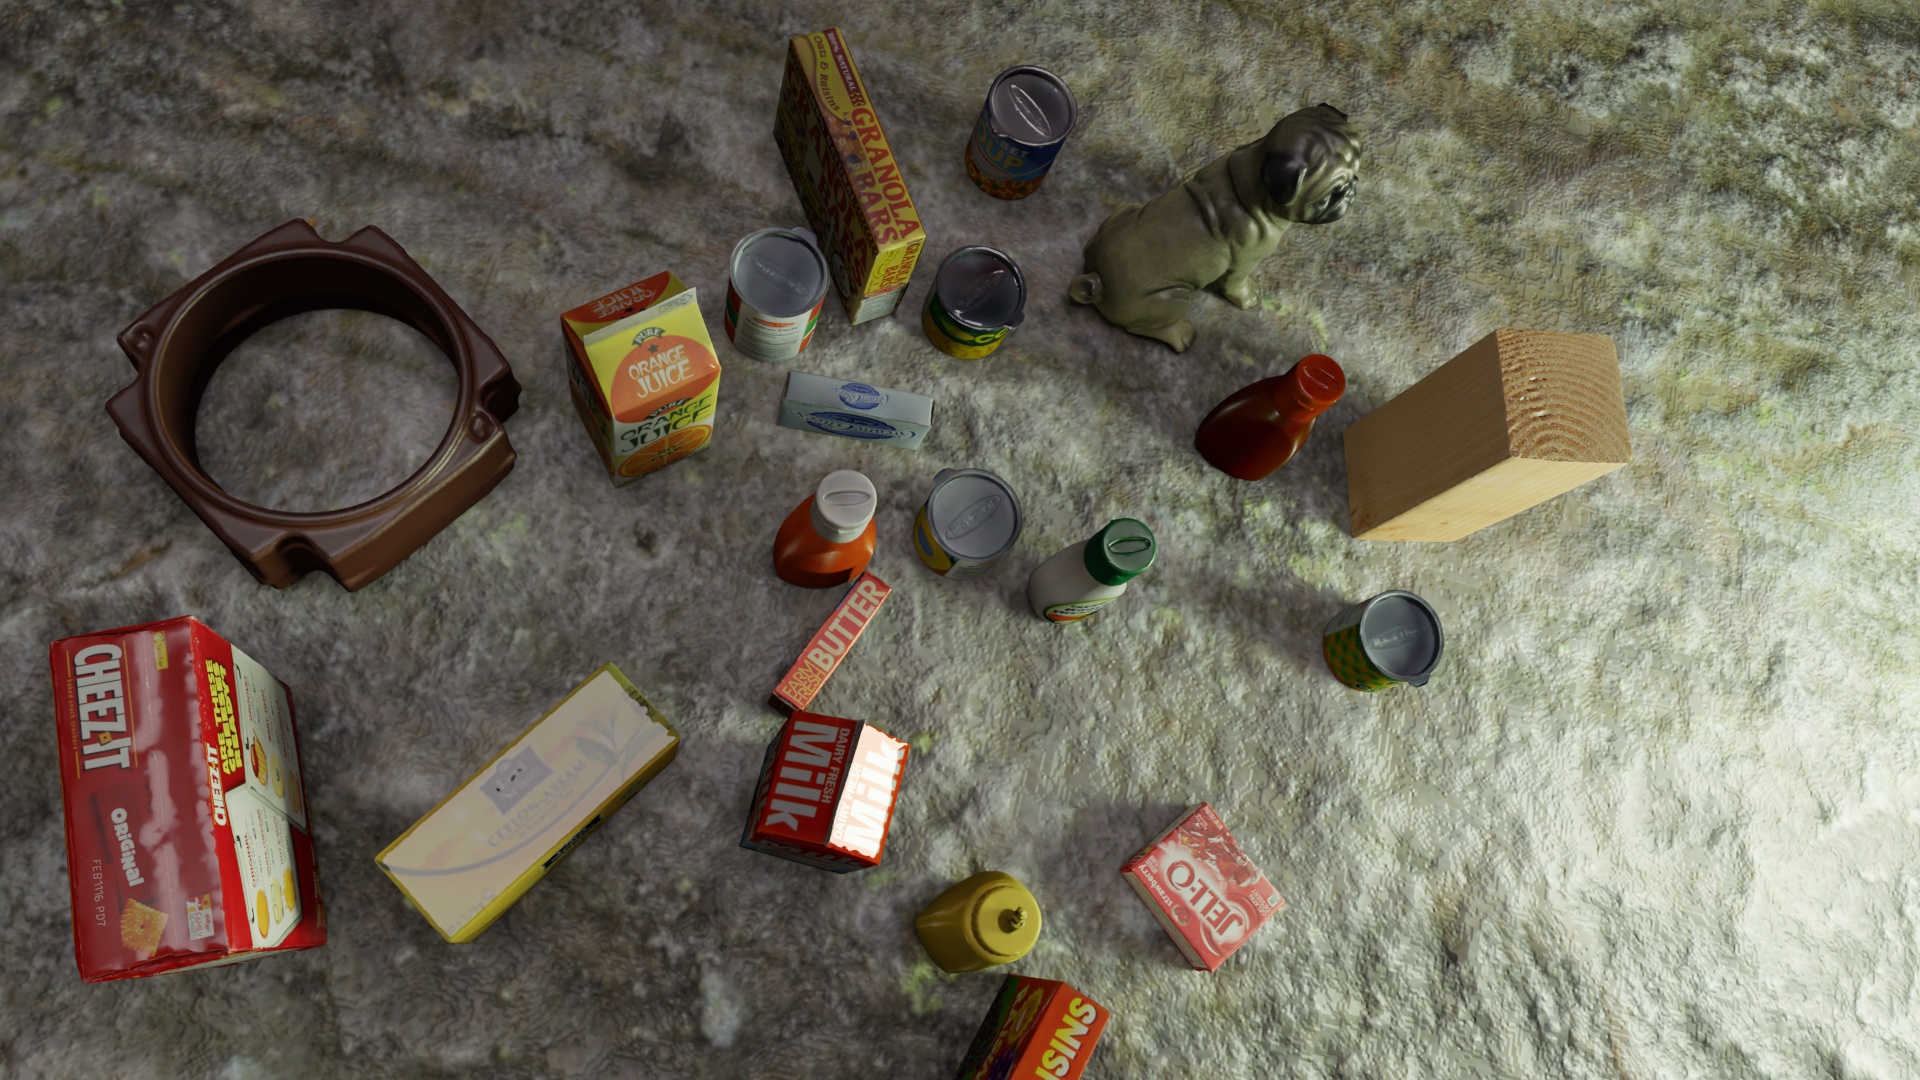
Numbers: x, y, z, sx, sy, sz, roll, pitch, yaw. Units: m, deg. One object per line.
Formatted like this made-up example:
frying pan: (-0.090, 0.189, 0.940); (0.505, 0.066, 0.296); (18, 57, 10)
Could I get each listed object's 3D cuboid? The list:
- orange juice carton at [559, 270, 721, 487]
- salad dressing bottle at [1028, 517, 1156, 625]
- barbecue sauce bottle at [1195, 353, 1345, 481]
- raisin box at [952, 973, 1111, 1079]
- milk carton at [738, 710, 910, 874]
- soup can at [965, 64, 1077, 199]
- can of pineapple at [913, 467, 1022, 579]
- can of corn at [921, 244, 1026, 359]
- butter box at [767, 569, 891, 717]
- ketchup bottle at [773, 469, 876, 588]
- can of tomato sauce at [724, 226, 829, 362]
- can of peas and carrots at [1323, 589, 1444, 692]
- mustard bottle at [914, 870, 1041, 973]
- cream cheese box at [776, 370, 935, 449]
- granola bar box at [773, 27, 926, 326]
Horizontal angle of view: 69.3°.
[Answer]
orange juice carton: (-0.200, -0.104, 0.868); (0.072, 0.192, 0.073); (-27, 83, -18)
salad dressing bottle: (0.088, 0.021, 0.923); (0.064, 0.147, 0.044); (-7, 77, -15)
barbecue sauce bottle: (0.222, -0.088, 0.984); (0.065, 0.148, 0.044); (30, 71, -4)
raisin box: (0.039, 0.311, 0.843); (0.040, 0.123, 0.086); (33, 71, -3)
milk carton: (-0.081, 0.152, 0.825); (0.073, 0.190, 0.072); (17, 72, -8)
soup can: (0.041, -0.302, 1.037); (0.071, 0.083, 0.071); (3, 74, -12)
can of pineapple: (0.003, -0.012, 0.961); (0.071, 0.057, 0.071); (3, 74, -12)
can of corn: (0.011, -0.170, 1.006); (0.071, 0.058, 0.071); (3, 74, -12)
butter box: (-0.087, 0.070, 0.919); (0.024, 0.053, 0.104); (37, 70, -1)
ketchup bottle: (-0.083, -0.006, 0.891); (0.065, 0.148, 0.043); (-2, 76, -14)
can of tomato sauce: (-0.128, -0.170, 0.961); (0.071, 0.083, 0.071); (3, 74, -12)
can of peas and carrots: (0.307, 0.076, 1.006); (0.071, 0.058, 0.071); (3, 74, -12)
mustard bottle: (0.016, 0.231, 0.841); (0.065, 0.159, 0.049); (-33, 85, -19)
cream cheese box: (-0.074, -0.090, 0.967); (0.104, 0.053, 0.024); (9, 73, -10)
granola bar box: (-0.080, -0.251, 0.973); (0.039, 0.124, 0.165); (-19, 80, -17)
